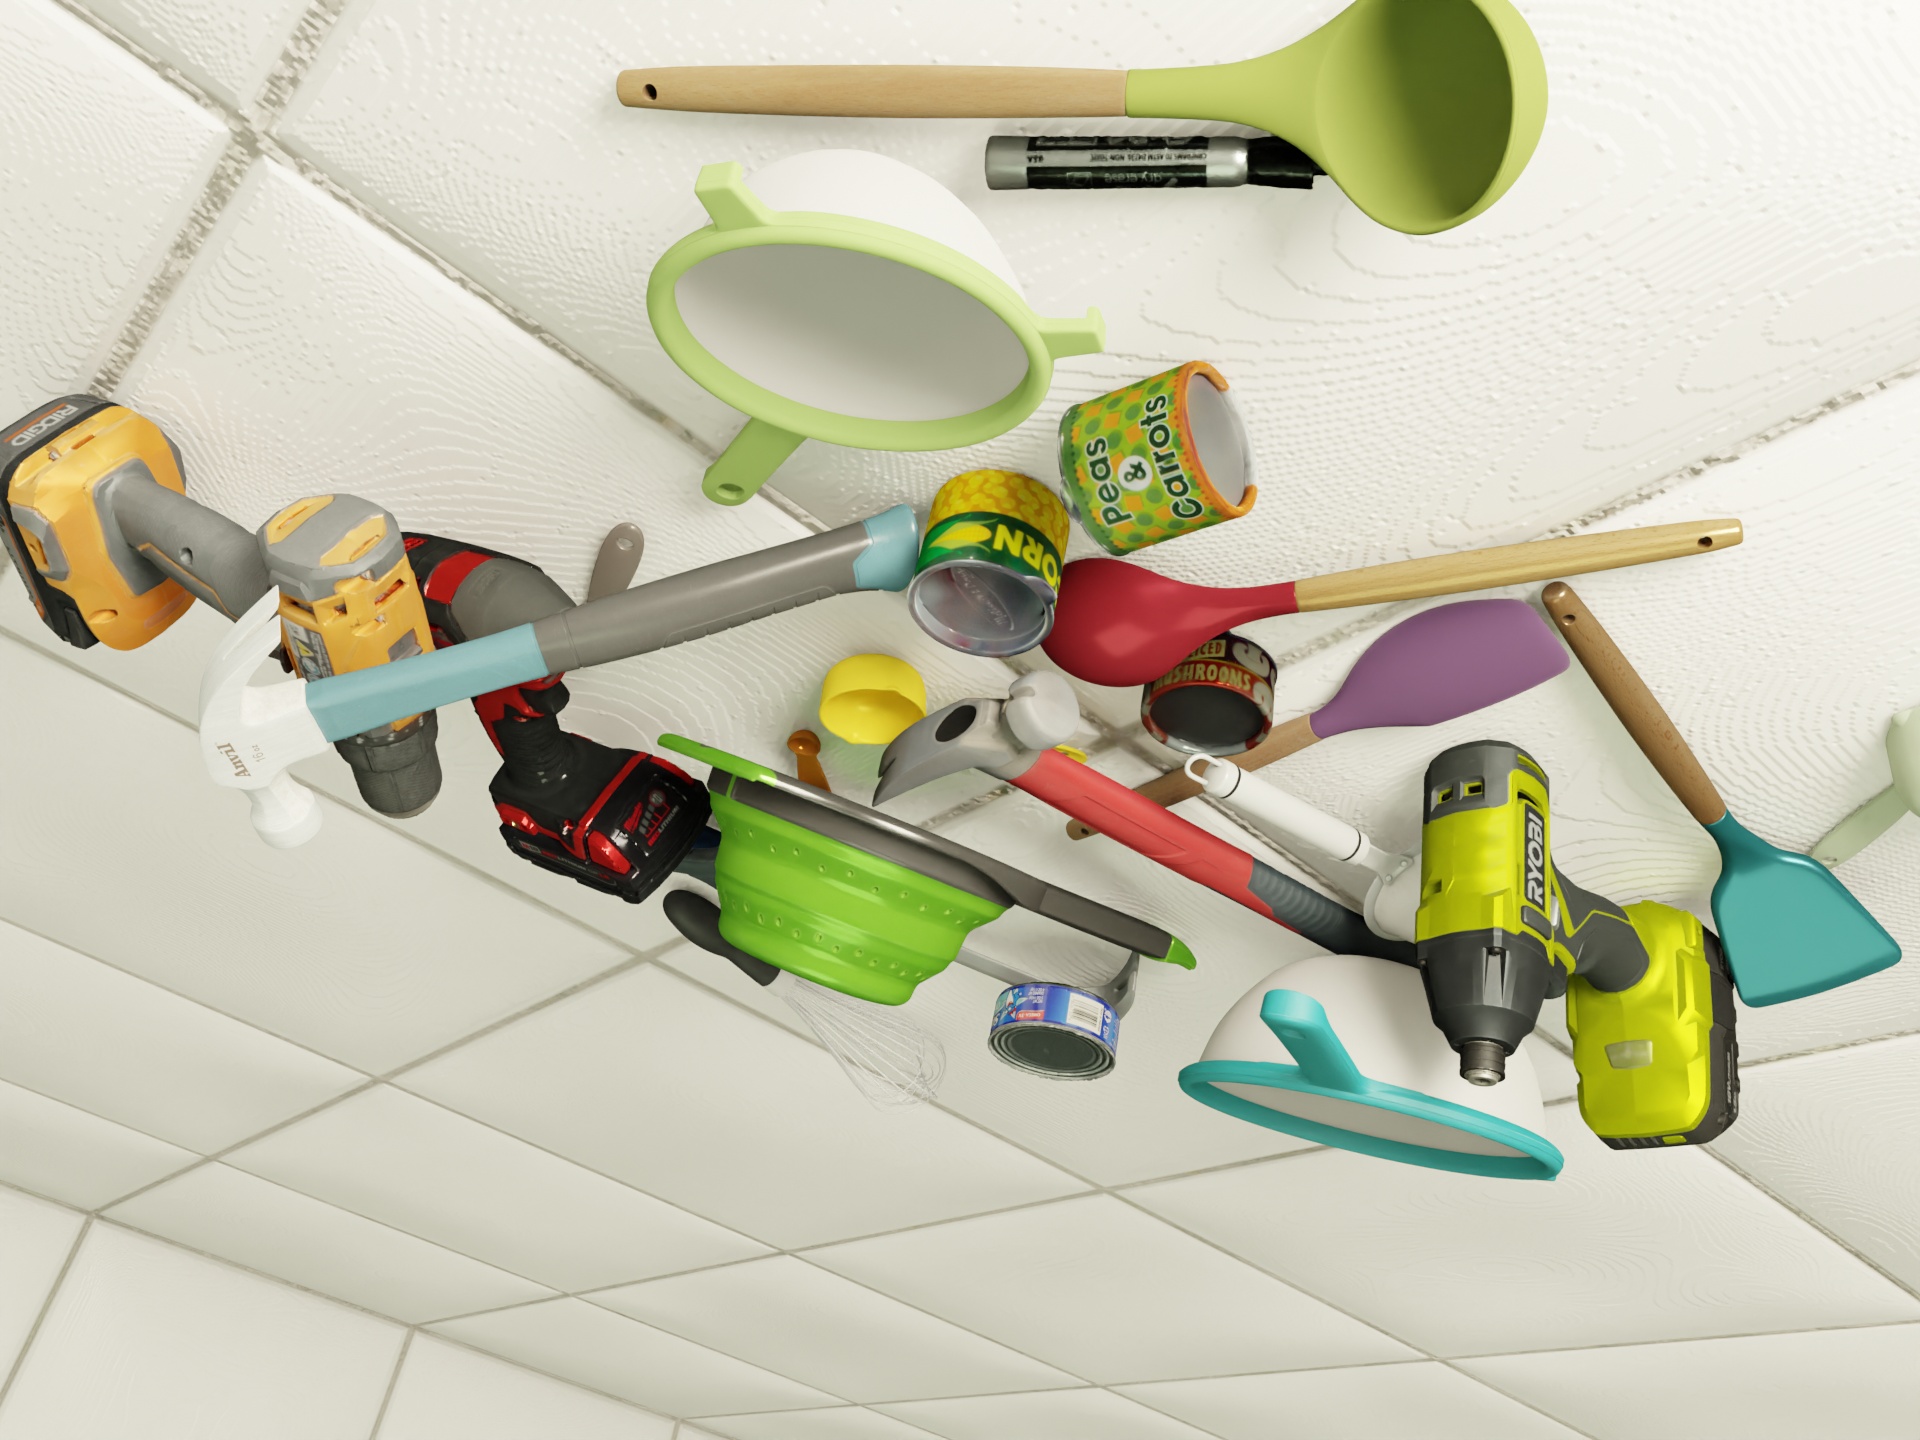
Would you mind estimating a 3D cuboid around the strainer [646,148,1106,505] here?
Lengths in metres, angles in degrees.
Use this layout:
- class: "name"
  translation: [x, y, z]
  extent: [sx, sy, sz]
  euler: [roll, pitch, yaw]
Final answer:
- class: "strainer"
  translation: [-0.057, -0.154, 0.641]
  extent: [0.151, 0.069, 0.256]
  euler: [16, 163, -20]

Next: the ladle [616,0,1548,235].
- class: "ladle"
  translation: [0.028, -0.208, 0.533]
  extent: [0.320, 0.062, 0.078]
  euler: [6, 122, 14]

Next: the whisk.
- class: "whisk"
  translation: [-0.112, 0.205, 1.158]
  extent: [0.070, 0.070, 0.284]
  euler: [-21, 129, 38]

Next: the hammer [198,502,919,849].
- class: "hammer"
  translation: [-0.177, -0.036, 0.723]
  extent: [0.331, 0.033, 0.128]
  euler: [-17, 139, -9]

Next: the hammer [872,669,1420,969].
- class: "hammer"
  translation: [0.134, 0.086, 0.900]
  extent: [0.386, 0.038, 0.143]
  euler: [29, 146, -30]

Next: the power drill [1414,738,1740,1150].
- class: "power drill"
  translation: [0.315, 0.133, 0.824]
  extent: [0.223, 0.171, 0.080]
  euler: [33, 144, -32]

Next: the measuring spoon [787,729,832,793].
- class: "measuring spoon"
  translation: [-0.086, 0.037, 0.954]
  extent: [0.021, 0.011, 0.116]
  euler: [5, 148, 7]

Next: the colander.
- class: "colander"
  translation: [-0.007, 0.120, 0.906]
  extent: [0.396, 0.094, 0.205]
  euler: [26, 173, -39]

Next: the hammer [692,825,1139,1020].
- class: "hammer"
  translation: [-0.067, 0.122, 1.042]
  extent: [0.405, 0.035, 0.144]
  euler: [25, 144, -17]

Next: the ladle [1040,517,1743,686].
- class: "ladle"
  translation: [0.178, -0.059, 0.716]
  extent: [0.315, 0.031, 0.069]
  euler: [-8, 116, 22]

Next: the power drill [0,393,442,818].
- class: "power drill"
  translation: [-0.354, -0.050, 0.786]
  extent: [0.226, 0.084, 0.185]
  euler: [22, 139, 16]

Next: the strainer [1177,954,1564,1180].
- class: "strainer"
  translation: [0.213, 0.162, 0.848]
  extent: [0.211, 0.095, 0.340]
  euler: [6, 158, 26]

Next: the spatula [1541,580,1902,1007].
- class: "spatula"
  translation: [0.363, 0.039, 0.780]
  extent: [0.082, 0.044, 0.317]
  euler: [-28, 127, 30]

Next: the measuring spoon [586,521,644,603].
- class: "measuring spoon"
  translation: [-0.186, -0.065, 0.829]
  extent: [0.034, 0.018, 0.124]
  euler: [22, 147, -13]

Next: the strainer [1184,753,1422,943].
- class: "strainer"
  translation: [0.214, 0.073, 0.851]
  extent: [0.258, 0.050, 0.087]
  euler: [26, 116, -28]

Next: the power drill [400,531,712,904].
- class: "power drill"
  translation: [-0.221, -0.002, 0.854]
  extent: [0.143, 0.078, 0.219]
  euler: [16, 146, 28]

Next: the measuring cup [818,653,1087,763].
- class: "measuring cup"
  translation: [-0.001, -0.003, 0.864]
  extent: [0.156, 0.029, 0.062]
  euler: [13, 147, -21]

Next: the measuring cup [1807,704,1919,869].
- class: "measuring cup"
  translation: [0.463, 0.046, 0.766]
  extent: [0.083, 0.038, 0.167]
  euler: [14, 146, -2]

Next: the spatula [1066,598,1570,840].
- class: "spatula"
  translation: [0.164, 0.010, 0.826]
  extent: [0.059, 0.018, 0.316]
  euler: [47, 136, -13]
